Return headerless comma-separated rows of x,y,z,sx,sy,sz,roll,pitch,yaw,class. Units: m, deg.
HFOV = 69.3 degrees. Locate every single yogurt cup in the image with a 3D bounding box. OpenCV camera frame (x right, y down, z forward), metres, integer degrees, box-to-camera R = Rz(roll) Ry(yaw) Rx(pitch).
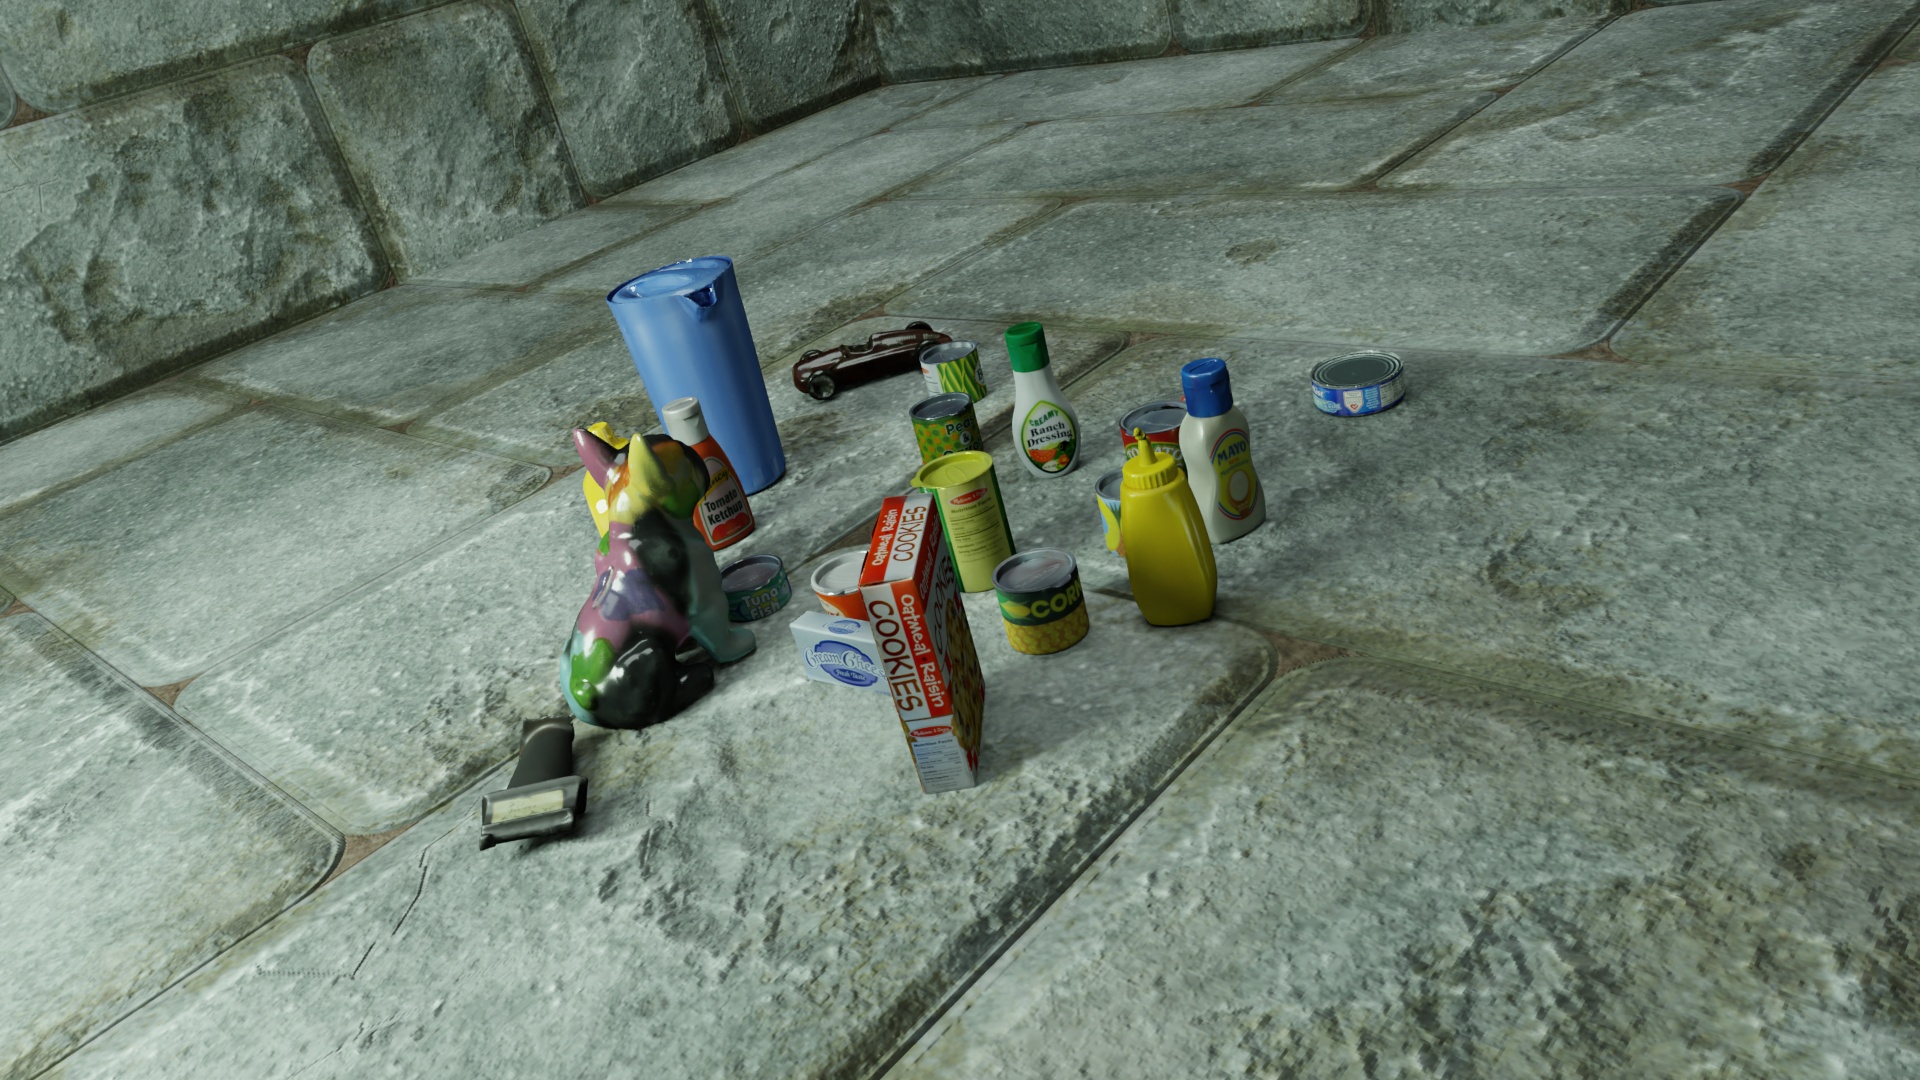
-0.085,0.046,1.154,0.072,0.053,0.073,-12,26,6,yogurt cup

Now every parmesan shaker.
0.004,-0.015,1.172,0.071,0.102,0.071,-12,26,6,parmesan shaker

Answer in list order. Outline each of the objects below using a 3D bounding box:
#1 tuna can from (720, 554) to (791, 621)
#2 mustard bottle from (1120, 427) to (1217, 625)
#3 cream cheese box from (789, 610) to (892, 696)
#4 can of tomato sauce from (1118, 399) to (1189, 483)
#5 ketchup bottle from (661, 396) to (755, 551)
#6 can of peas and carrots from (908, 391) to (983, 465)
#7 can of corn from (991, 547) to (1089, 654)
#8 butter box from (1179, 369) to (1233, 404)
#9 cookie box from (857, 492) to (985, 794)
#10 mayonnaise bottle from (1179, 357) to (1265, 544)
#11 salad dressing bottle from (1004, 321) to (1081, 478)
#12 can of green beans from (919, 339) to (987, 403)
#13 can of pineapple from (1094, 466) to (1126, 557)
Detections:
-0.185,0.043,1.238,0.071,0.032,0.071,-12,26,6,tuna can
0.150,-0.014,1.029,0.065,0.159,0.049,-7,27,17,mustard bottle
-0.082,0.088,1.072,0.104,0.053,0.024,7,34,38,cream cheese box
0.178,-0.071,1.213,0.071,0.082,0.071,-12,26,6,can of tomato sauce
-0.251,-0.066,1.357,0.065,0.148,0.043,-32,30,-30,ketchup bottle
-0.013,-0.113,1.424,0.071,0.058,0.071,-12,26,6,can of peas and carrots
0.064,0.047,1.069,0.071,0.058,0.071,-12,26,6,can of corn
0.229,-0.118,1.314,0.024,0.053,0.104,3,32,33,butter box
-0.024,0.068,0.951,0.040,0.166,0.123,-10,26,10,cookie box
0.209,-0.074,1.129,0.065,0.147,0.041,-27,28,-23,mayonnaise bottle
0.074,-0.133,1.317,0.064,0.147,0.044,-15,26,0,salad dressing bottle
-0.008,-0.187,1.569,0.071,0.057,0.071,-12,26,6,can of green beans
0.151,-0.025,1.165,0.071,0.057,0.071,-12,26,6,can of pineapple
